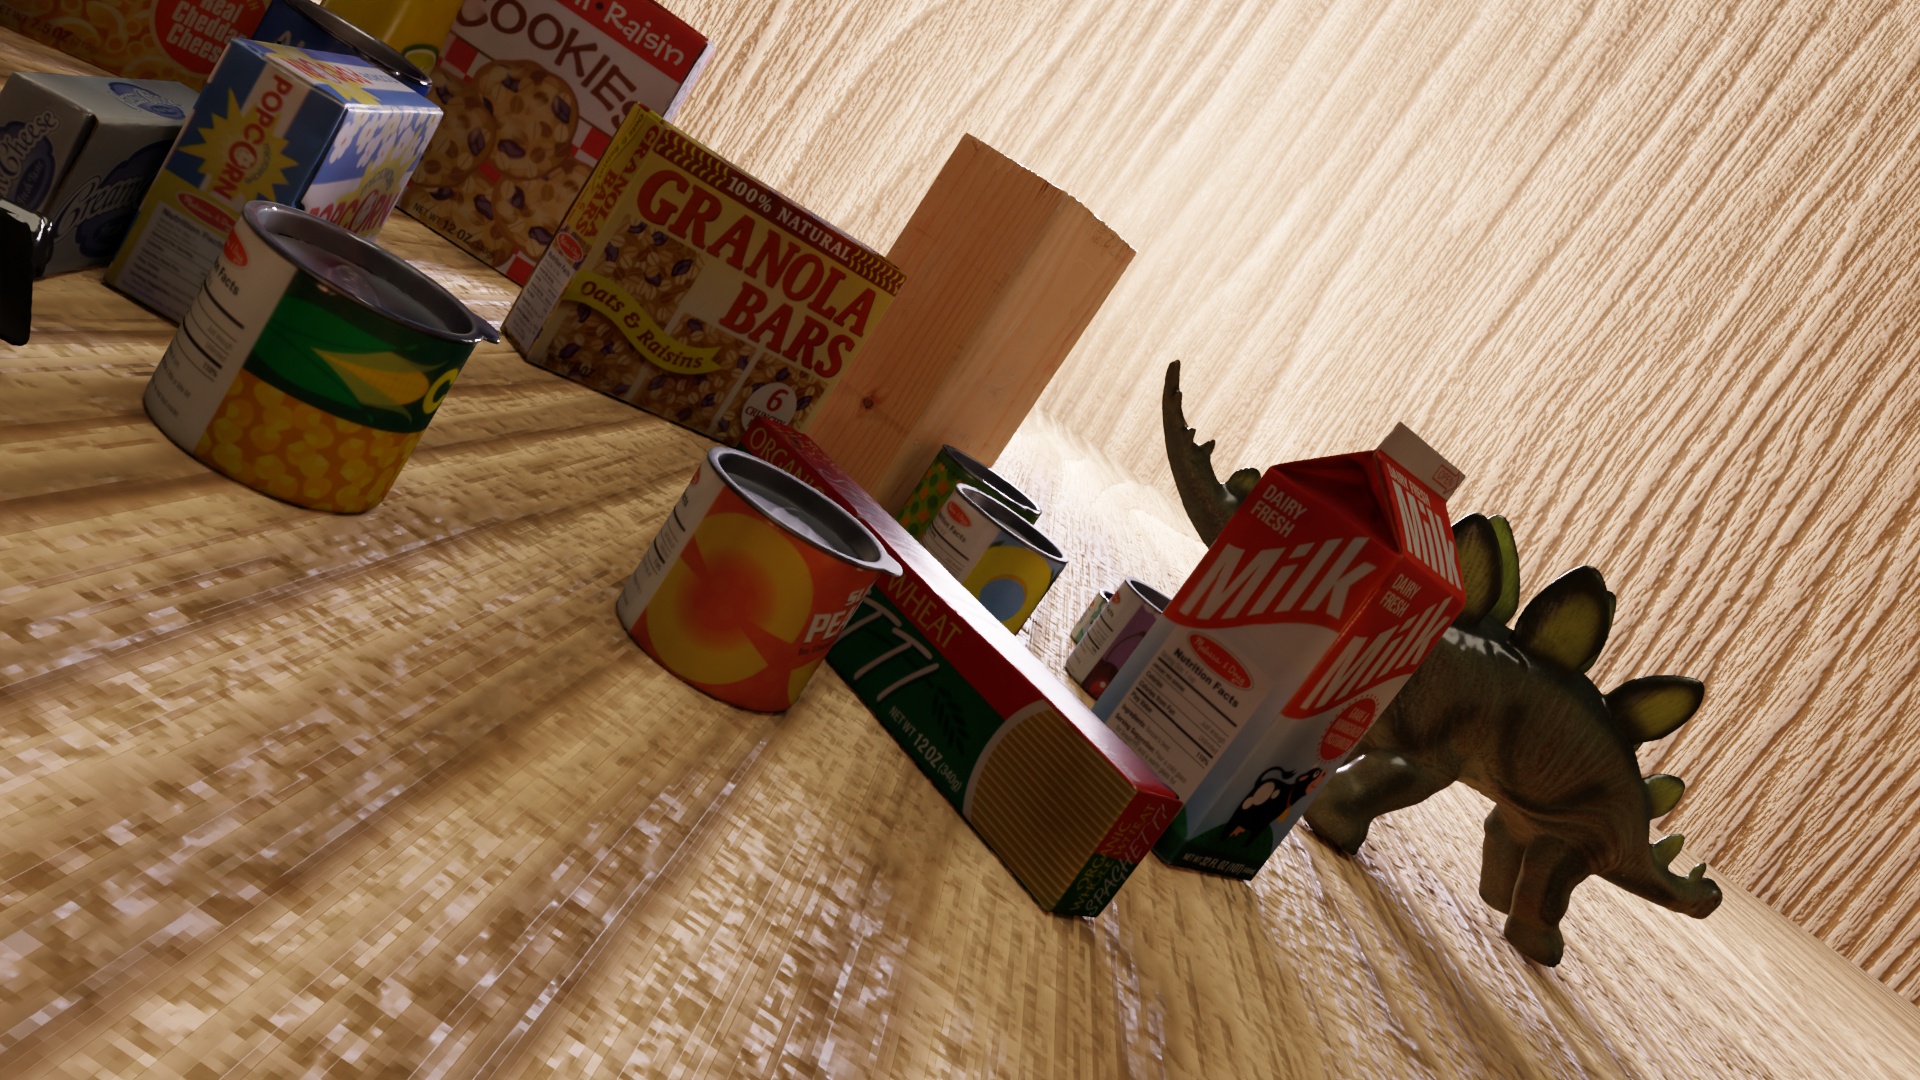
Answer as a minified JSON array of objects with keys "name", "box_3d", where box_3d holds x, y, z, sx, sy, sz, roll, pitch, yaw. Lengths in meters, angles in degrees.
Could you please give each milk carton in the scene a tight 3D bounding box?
[{"name":"milk carton","box_3d":[0.135,0.040,0.568,0.072,0.190,0.073,24,14,-48]}]

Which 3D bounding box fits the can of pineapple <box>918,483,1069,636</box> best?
[{"name":"can of pineapple","box_3d":[0.011,0.015,0.672,0.071,0.057,0.071,33,10,-6]}]

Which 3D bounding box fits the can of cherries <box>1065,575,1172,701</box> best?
[{"name":"can of cherries","box_3d":[0.100,0.062,0.733,0.071,0.058,0.071,33,10,-6]}]

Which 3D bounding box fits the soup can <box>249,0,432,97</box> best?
[{"name":"soup can","box_3d":[-0.270,-0.172,0.575,0.071,0.083,0.071,33,10,-6]}]

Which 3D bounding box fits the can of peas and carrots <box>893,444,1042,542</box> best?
[{"name":"can of peas and carrots","box_3d":[0.003,-0.010,0.758,0.071,0.058,0.071,33,10,-6]}]

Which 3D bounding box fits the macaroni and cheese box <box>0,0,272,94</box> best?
[{"name":"macaroni and cheese box","box_3d":[-0.350,-0.289,0.627,0.040,0.166,0.124,39,11,26]}]

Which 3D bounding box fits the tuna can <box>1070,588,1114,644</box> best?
[{"name":"tuna can","box_3d":[0.102,0.062,0.818,0.071,0.032,0.071,33,10,-6]}]

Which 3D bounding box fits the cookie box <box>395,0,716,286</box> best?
[{"name":"cookie box","box_3d":[-0.228,-0.232,0.746,0.123,0.167,0.040,33,9,-10]}]

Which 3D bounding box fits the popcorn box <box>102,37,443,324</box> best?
[{"name":"popcorn box","box_3d":[-0.224,-0.119,0.466,0.038,0.085,0.127,32,10,-15]}]

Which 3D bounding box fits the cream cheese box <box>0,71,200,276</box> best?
[{"name":"cream cheese box","box_3d":[-0.254,-0.109,0.412,0.024,0.053,0.104,32,10,-15]}]

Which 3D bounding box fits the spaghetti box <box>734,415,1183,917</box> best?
[{"name":"spaghetti box","box_3d":[-0.021,0.033,0.506,0.028,0.050,0.251,24,14,-48]}]

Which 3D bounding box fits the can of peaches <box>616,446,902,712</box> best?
[{"name":"can of peaches","box_3d":[-0.063,0.014,0.437,0.071,0.058,0.071,33,10,-6]}]

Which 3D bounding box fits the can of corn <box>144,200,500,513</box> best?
[{"name":"can of corn","box_3d":[-0.172,-0.048,0.377,0.071,0.058,0.071,33,10,-6]}]

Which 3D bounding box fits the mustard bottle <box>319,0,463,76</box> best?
[{"name":"mustard bottle","box_3d":[-0.279,-0.246,0.670,0.049,0.160,0.065,34,9,-6]}]

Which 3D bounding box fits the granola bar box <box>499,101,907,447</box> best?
[{"name":"granola bar box","box_3d":[-0.121,-0.119,0.684,0.165,0.124,0.039,23,15,-49]}]
